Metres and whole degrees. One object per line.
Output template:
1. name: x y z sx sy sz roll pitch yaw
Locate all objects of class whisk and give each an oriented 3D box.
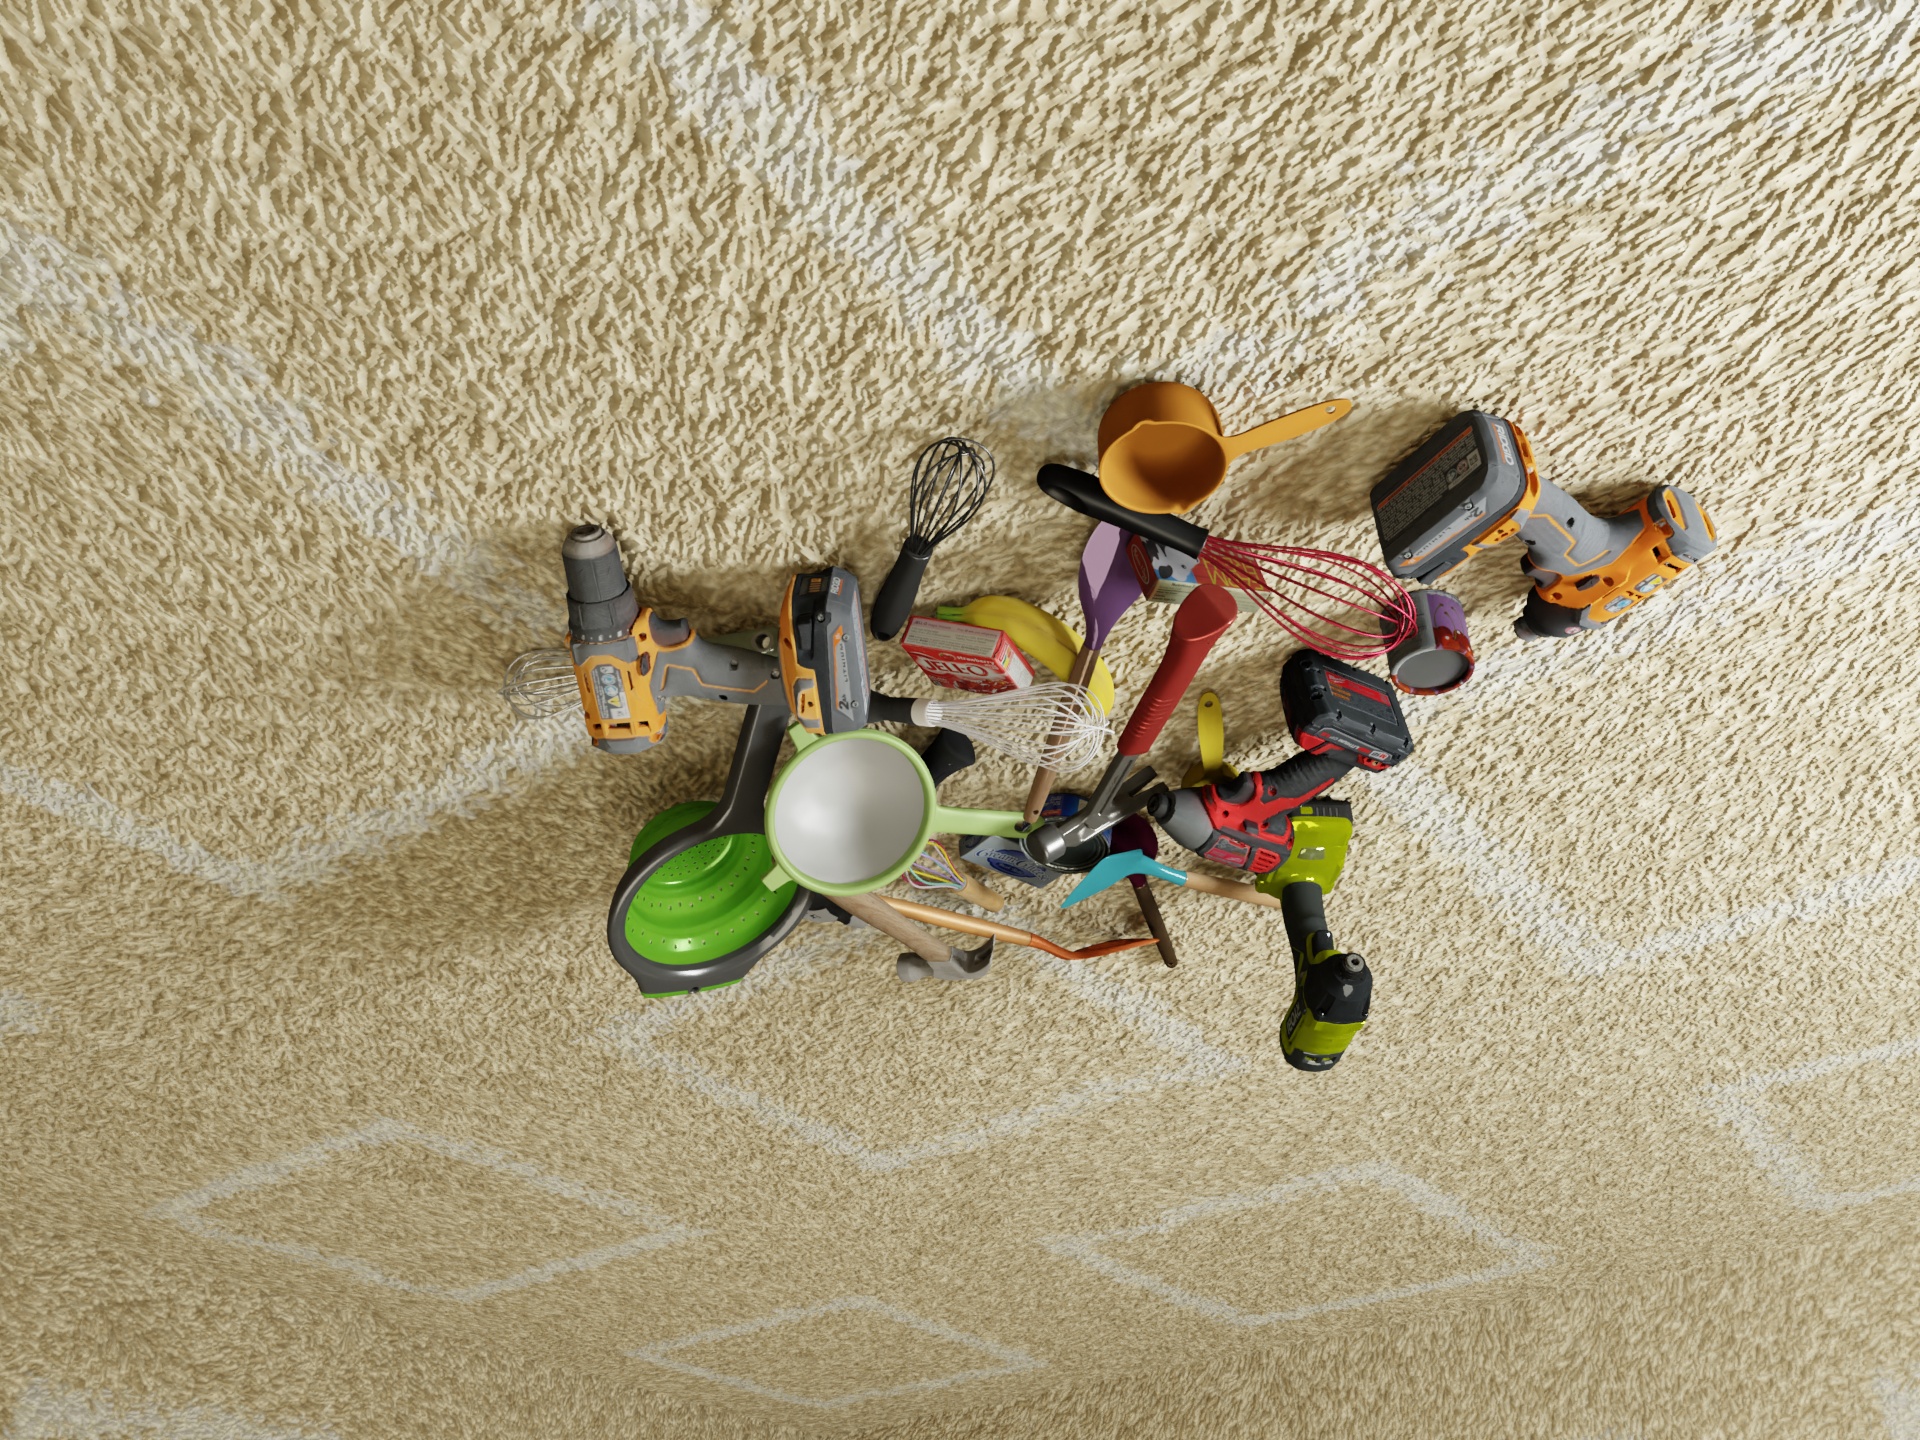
1. whisk: 0.191 -0.118 1.141 0.296 0.073 0.073 24 141 -1
2. whisk: -0.007 0.151 1.528 0.047 0.051 0.244 -43 150 5
3. whisk: -0.029 -0.128 1.184 0.055 0.055 0.238 10 147 -14
4. whisk: -0.260 -0.044 1.297 0.246 0.058 0.059 -10 174 7
5. whisk: -0.003 -0.004 1.270 0.285 0.070 0.070 6 153 38

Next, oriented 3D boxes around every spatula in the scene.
1. spatula: 0.049 0.209 1.621 0.322 0.041 0.081 17 166 -23
2. spatula: 0.241 0.170 1.574 0.317 0.044 0.082 14 131 -28
3. spatula: 0.095 -0.039 1.261 0.059 0.018 0.315 4 128 -17

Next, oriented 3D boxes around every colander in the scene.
1. colander: -0.218 0.078 1.432 0.204 0.095 0.396 -4 131 -32

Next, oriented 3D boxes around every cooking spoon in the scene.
1. cooking spoon: 0.186 0.176 1.621 0.069 0.017 0.318 -12 142 12

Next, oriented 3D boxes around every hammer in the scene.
1. hammer: -0.087 0.102 1.502 0.146 0.035 0.334 17 140 -24
2. hammer: 0.154 0.001 1.272 0.149 0.037 0.358 -29 160 -25
3. hammer: -0.073 0.188 1.524 0.130 0.031 0.331 -7 151 28

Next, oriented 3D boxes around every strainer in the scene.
1. strainer: -0.053 0.075 1.395 0.256 0.069 0.151 6 104 -22

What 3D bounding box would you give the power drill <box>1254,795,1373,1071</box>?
1. power drill: 0.329 0.187 1.463 0.080 0.223 0.171 1 144 -3

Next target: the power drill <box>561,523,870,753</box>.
1. power drill: -0.191 -0.068 1.218 0.226 0.084 0.185 -3 122 4

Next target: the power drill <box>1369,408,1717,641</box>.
1. power drill: 0.412 -0.127 1.160 0.226 0.084 0.164 15 143 -26

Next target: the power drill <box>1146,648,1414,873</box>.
1. power drill: 0.268 0.045 1.368 0.143 0.079 0.219 19 132 -25

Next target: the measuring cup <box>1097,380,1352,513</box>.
1. measuring cup: 0.175 -0.201 1.078 0.173 0.052 0.095 -16 141 18

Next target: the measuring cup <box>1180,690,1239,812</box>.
1. measuring cup: 0.222 0.025 1.416 0.062 0.029 0.156 -9 132 2
